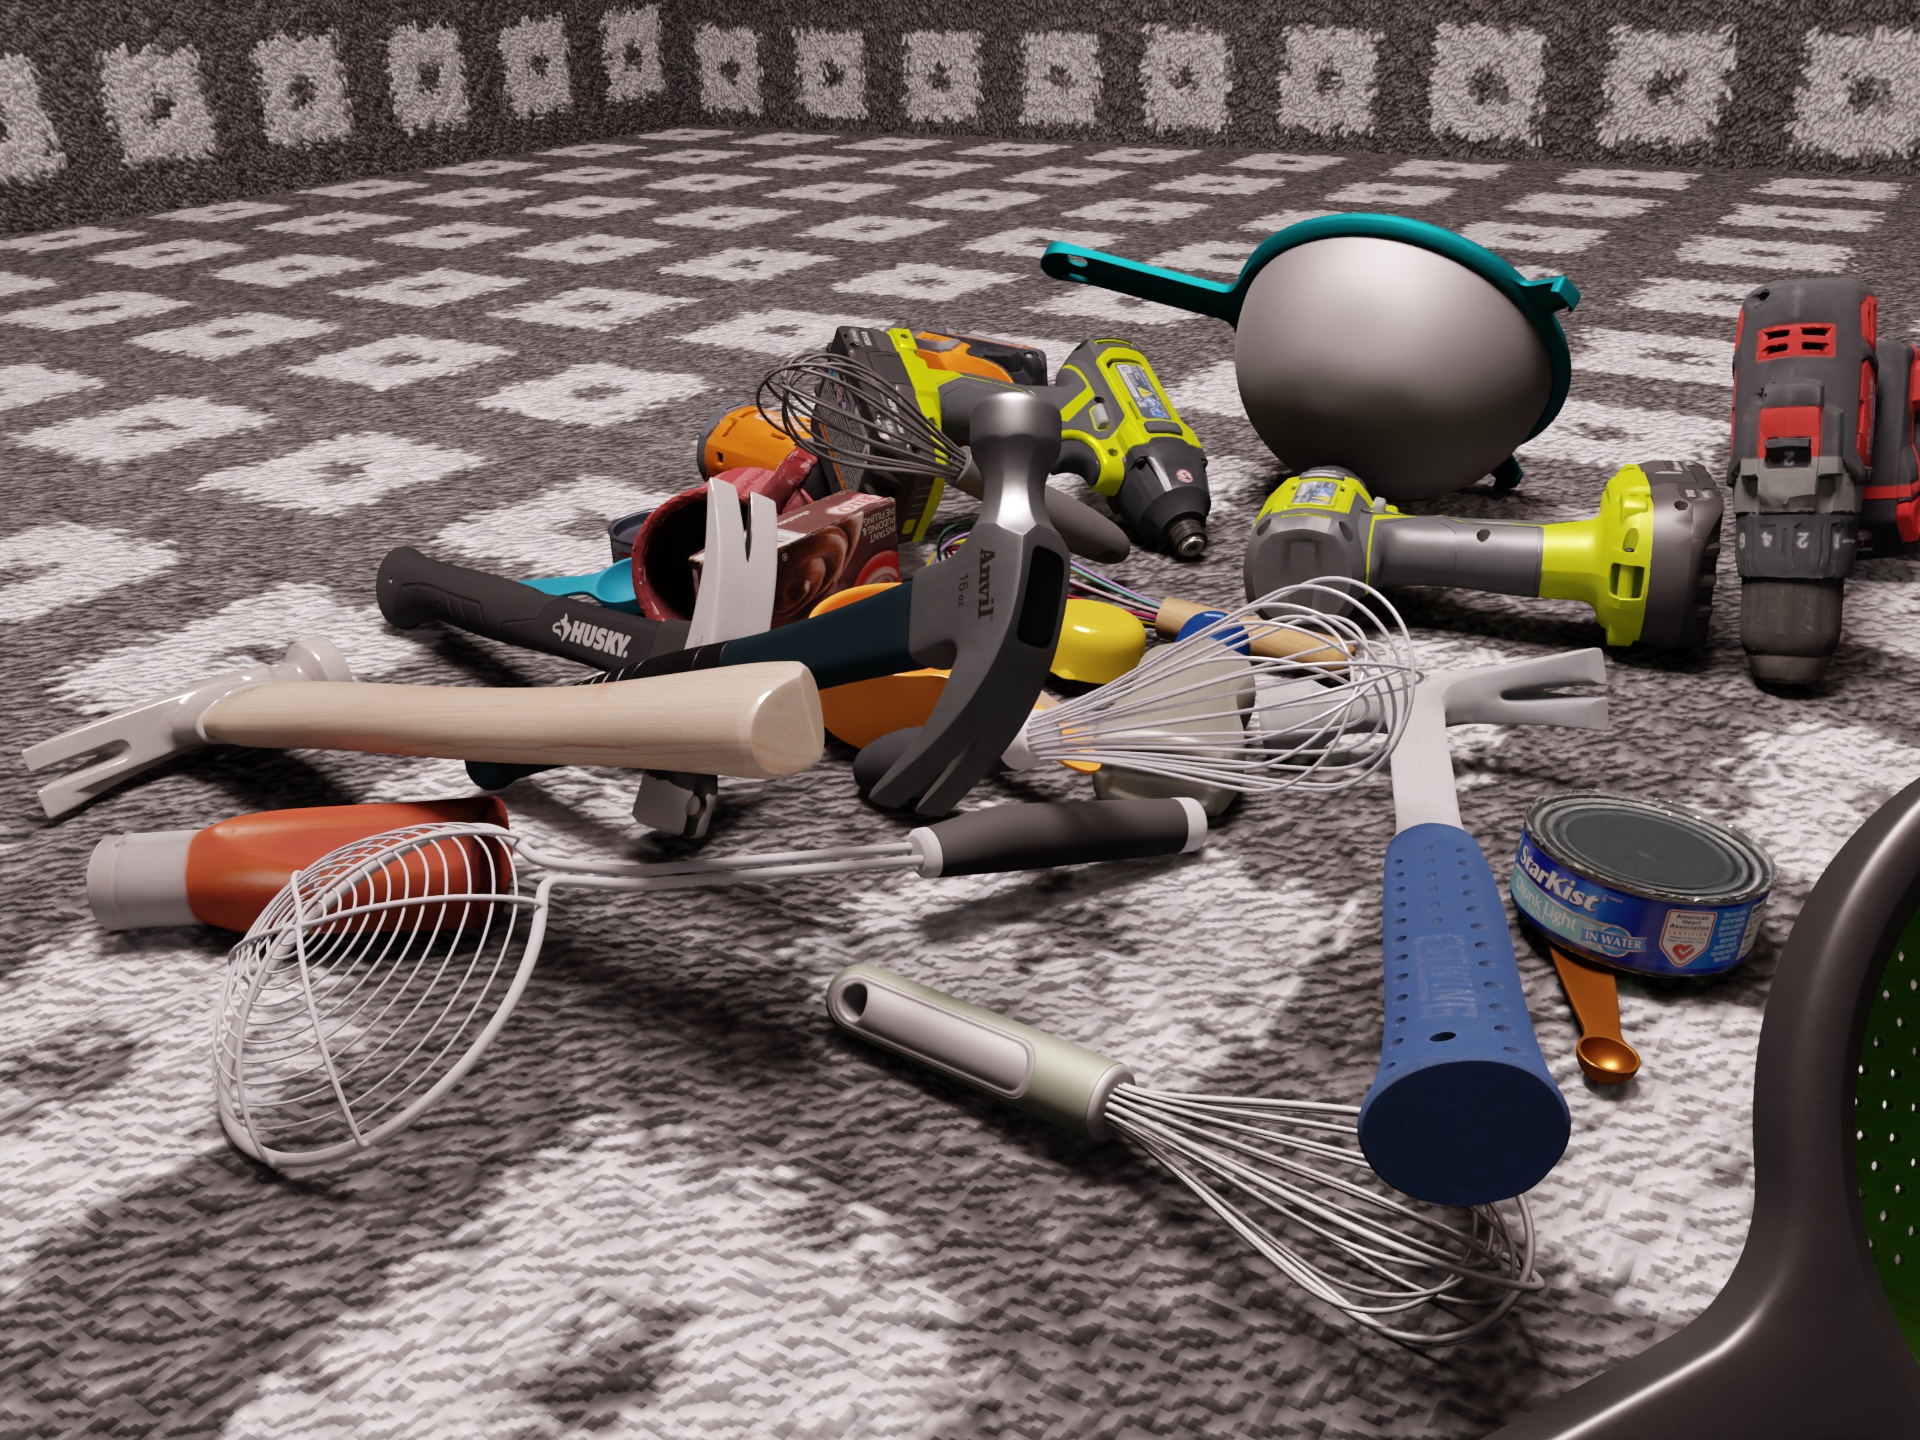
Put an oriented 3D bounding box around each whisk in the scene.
[{"bbox_3d":[0.051,0.117,0.474,0.246,0.058,0.059,14,-4,37],"label":"whisk"},{"bbox_3d":[-0.002,-0.132,0.842,0.238,0.055,0.055,22,13,-31],"label":"whisk"},{"bbox_3d":[0.088,-0.063,0.834,0.245,0.051,0.047,16,26,27],"label":"whisk"},{"bbox_3d":[0.048,0.002,0.595,0.070,0.070,0.284,-27,10,-40],"label":"whisk"}]

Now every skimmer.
[{"bbox_3d":[-0.074,0.077,0.578,0.363,0.090,0.127,-4,32,-26],"label":"skimmer"}]

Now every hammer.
[{"bbox_3d":[-0.201,-0.053,0.770,0.035,0.146,0.335,17,-1,-44],"label":"hammer"},{"bbox_3d":[-0.092,-0.016,0.600,0.331,0.128,0.033,-13,-21,43],"label":"hammer"},{"bbox_3d":[0.159,0.036,0.517,0.144,0.035,0.405,-7,12,16],"label":"hammer"},{"bbox_3d":[-0.214,0.004,0.614,0.411,0.038,0.146,1,22,41],"label":"hammer"}]

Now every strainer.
[{"bbox_3d":[0.192,-0.219,0.983,0.340,0.210,0.095,20,69,17],"label":"strainer"}]

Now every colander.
[{"bbox_3d":[0.197,0.132,0.374,0.397,0.204,0.094,-24,-4,-8],"label":"colander"}]

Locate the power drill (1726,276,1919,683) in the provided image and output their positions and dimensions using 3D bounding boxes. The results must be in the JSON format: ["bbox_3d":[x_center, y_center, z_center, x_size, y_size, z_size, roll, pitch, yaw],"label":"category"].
[{"bbox_3d":[0.442,-0.118,0.814,0.080,0.188,0.226,4,7,36],"label":"power drill"}]

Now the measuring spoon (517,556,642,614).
[{"bbox_3d":[-0.225,-0.068,0.900,0.128,0.021,0.042,-6,41,13],"label":"measuring spoon"}]

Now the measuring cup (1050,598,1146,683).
[{"bbox_3d":[0.021,-0.058,0.811,0.156,0.029,0.062,21,25,19],"label":"measuring cup"}]

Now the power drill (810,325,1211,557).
[{"bbox_3d":[0.036,-0.164,0.948,0.223,0.080,0.171,-2,50,-24],"label":"power drill"}]

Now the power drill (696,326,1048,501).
[{"bbox_3d":[-0.040,-0.190,1.061,0.164,0.084,0.226,23,39,37],"label":"power drill"}]

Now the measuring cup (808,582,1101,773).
[{"bbox_3d":[-0.001,-0.002,0.714,0.095,0.052,0.174,-21,42,-34],"label":"measuring cup"}]

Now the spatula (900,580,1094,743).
[{"bbox_3d":[-0.015,-0.046,0.833,0.059,0.018,0.316,-2,23,-30],"label":"spatula"}]

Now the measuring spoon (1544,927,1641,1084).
[{"bbox_3d":[0.216,0.091,0.553,0.021,0.011,0.117,9,24,9],"label":"measuring spoon"}]

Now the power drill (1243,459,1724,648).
[{"bbox_3d":[0.274,-0.099,0.857,0.228,0.080,0.190,4,21,17],"label":"power drill"}]
